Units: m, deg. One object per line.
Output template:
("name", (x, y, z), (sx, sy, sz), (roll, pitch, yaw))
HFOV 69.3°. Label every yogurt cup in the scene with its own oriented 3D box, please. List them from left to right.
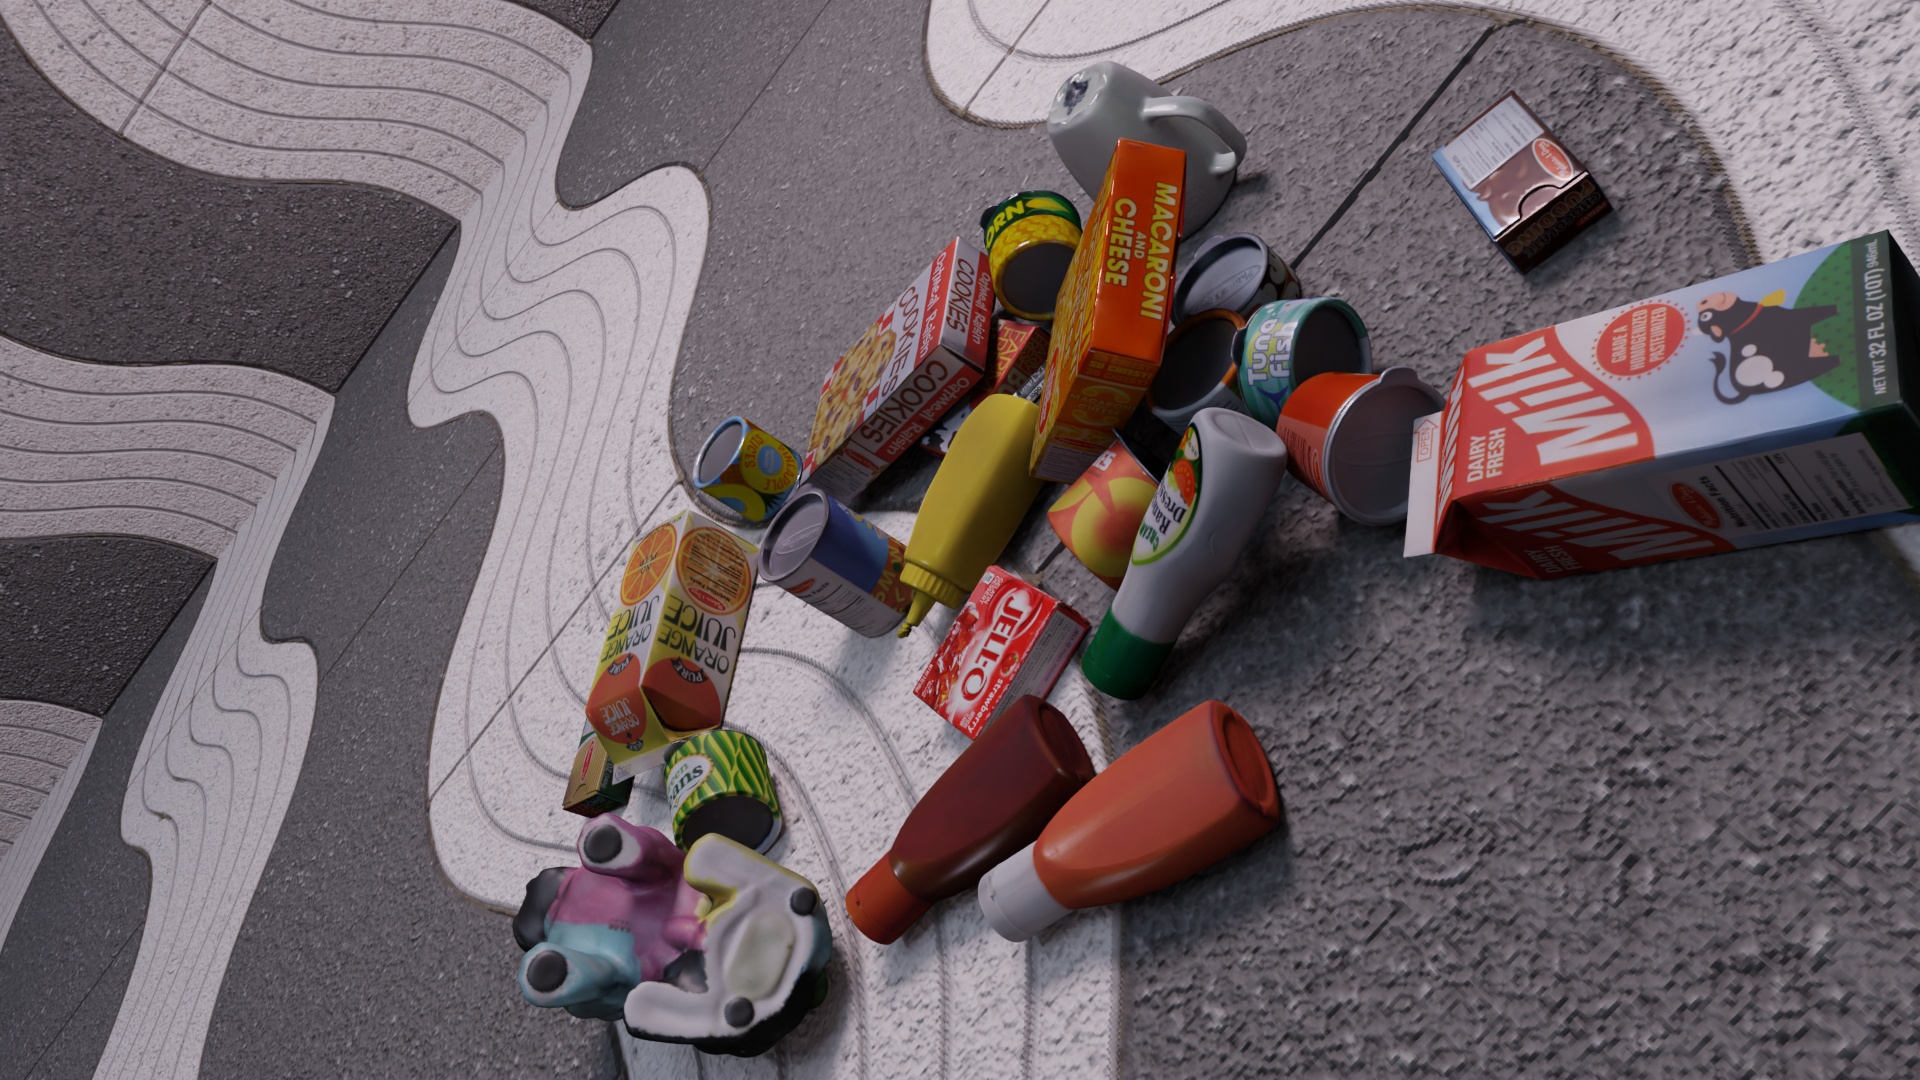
("yogurt cup", (0.181, -0.045, 0.631), (0.072, 0.072, 0.054), (-55, 25, 2))

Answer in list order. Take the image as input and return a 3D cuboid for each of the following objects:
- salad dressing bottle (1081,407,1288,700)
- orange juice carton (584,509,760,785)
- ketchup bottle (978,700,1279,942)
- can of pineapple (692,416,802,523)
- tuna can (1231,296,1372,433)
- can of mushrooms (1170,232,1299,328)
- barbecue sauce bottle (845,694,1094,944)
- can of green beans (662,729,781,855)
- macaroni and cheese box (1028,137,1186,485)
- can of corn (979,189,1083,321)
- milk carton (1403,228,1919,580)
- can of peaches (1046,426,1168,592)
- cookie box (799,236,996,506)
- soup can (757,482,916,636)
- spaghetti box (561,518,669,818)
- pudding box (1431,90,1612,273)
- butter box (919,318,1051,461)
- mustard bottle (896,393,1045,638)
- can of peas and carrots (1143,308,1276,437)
("salad dressing bottle", (0.102, 0.010, 0.659), (0.064, 0.044, 0.147), (-99, 28, -58))
("orange juice carton", (-0.211, 0.081, 1.009), (0.071, 0.073, 0.193), (-24, 45, 39))
("ketchup bottle", (0.072, 0.135, 0.632), (0.148, 0.043, 0.065), (-38, 37, 26))
("can of pineapple", (-0.165, -0.056, 1.081), (0.070, 0.058, 0.071), (-32, 40, 32))
("tuna can", (0.166, -0.085, 0.674), (0.033, 0.071, 0.071), (5, 66, 52))
("can of mushrooms", (0.152, -0.136, 0.770), (0.071, 0.033, 0.071), (-32, 40, 33))
("barbecue sauce bottle", (0.001, 0.148, 0.711), (0.148, 0.043, 0.065), (-46, 34, 17))
("can of green beans", (-0.149, 0.162, 0.869), (0.071, 0.071, 0.058), (-47, 35, 14))
("macaroni and cheese box", (0.078, -0.116, 0.750), (0.166, 0.040, 0.124), (112, 168, -70))
("can of corn", (0.049, -0.187, 0.909), (0.071, 0.071, 0.058), (-37, 38, 26))
("milk carton", (0.255, -0.039, 0.521), (0.190, 0.073, 0.072), (-15, 51, 45))
("can of peaches", (0.085, -0.014, 0.717), (0.058, 0.071, 0.071), (-47, 34, 15))
("cookie box", (-0.042, -0.115, 0.963), (0.166, 0.040, 0.123), (-40, 29, 37))
("soup can", (-0.075, 0.013, 0.885), (0.071, 0.083, 0.072), (-32, 41, 32))
("spaghetti box", (-0.261, 0.096, 1.100), (0.050, 0.028, 0.251), (-26, 44, 38))
("pudding box", (0.264, -0.171, 0.660), (0.049, 0.030, 0.084), (-38, 37, 24))
("butter box", (0.018, -0.097, 0.914), (0.103, 0.024, 0.053), (-58, 32, -3))
("mustard bottle", (0.003, -0.011, 0.838), (0.065, 0.049, 0.160), (18, 78, 59))
("can of peas and carrots", (0.137, -0.079, 0.718), (0.070, 0.058, 0.071), (-31, 41, 32))
